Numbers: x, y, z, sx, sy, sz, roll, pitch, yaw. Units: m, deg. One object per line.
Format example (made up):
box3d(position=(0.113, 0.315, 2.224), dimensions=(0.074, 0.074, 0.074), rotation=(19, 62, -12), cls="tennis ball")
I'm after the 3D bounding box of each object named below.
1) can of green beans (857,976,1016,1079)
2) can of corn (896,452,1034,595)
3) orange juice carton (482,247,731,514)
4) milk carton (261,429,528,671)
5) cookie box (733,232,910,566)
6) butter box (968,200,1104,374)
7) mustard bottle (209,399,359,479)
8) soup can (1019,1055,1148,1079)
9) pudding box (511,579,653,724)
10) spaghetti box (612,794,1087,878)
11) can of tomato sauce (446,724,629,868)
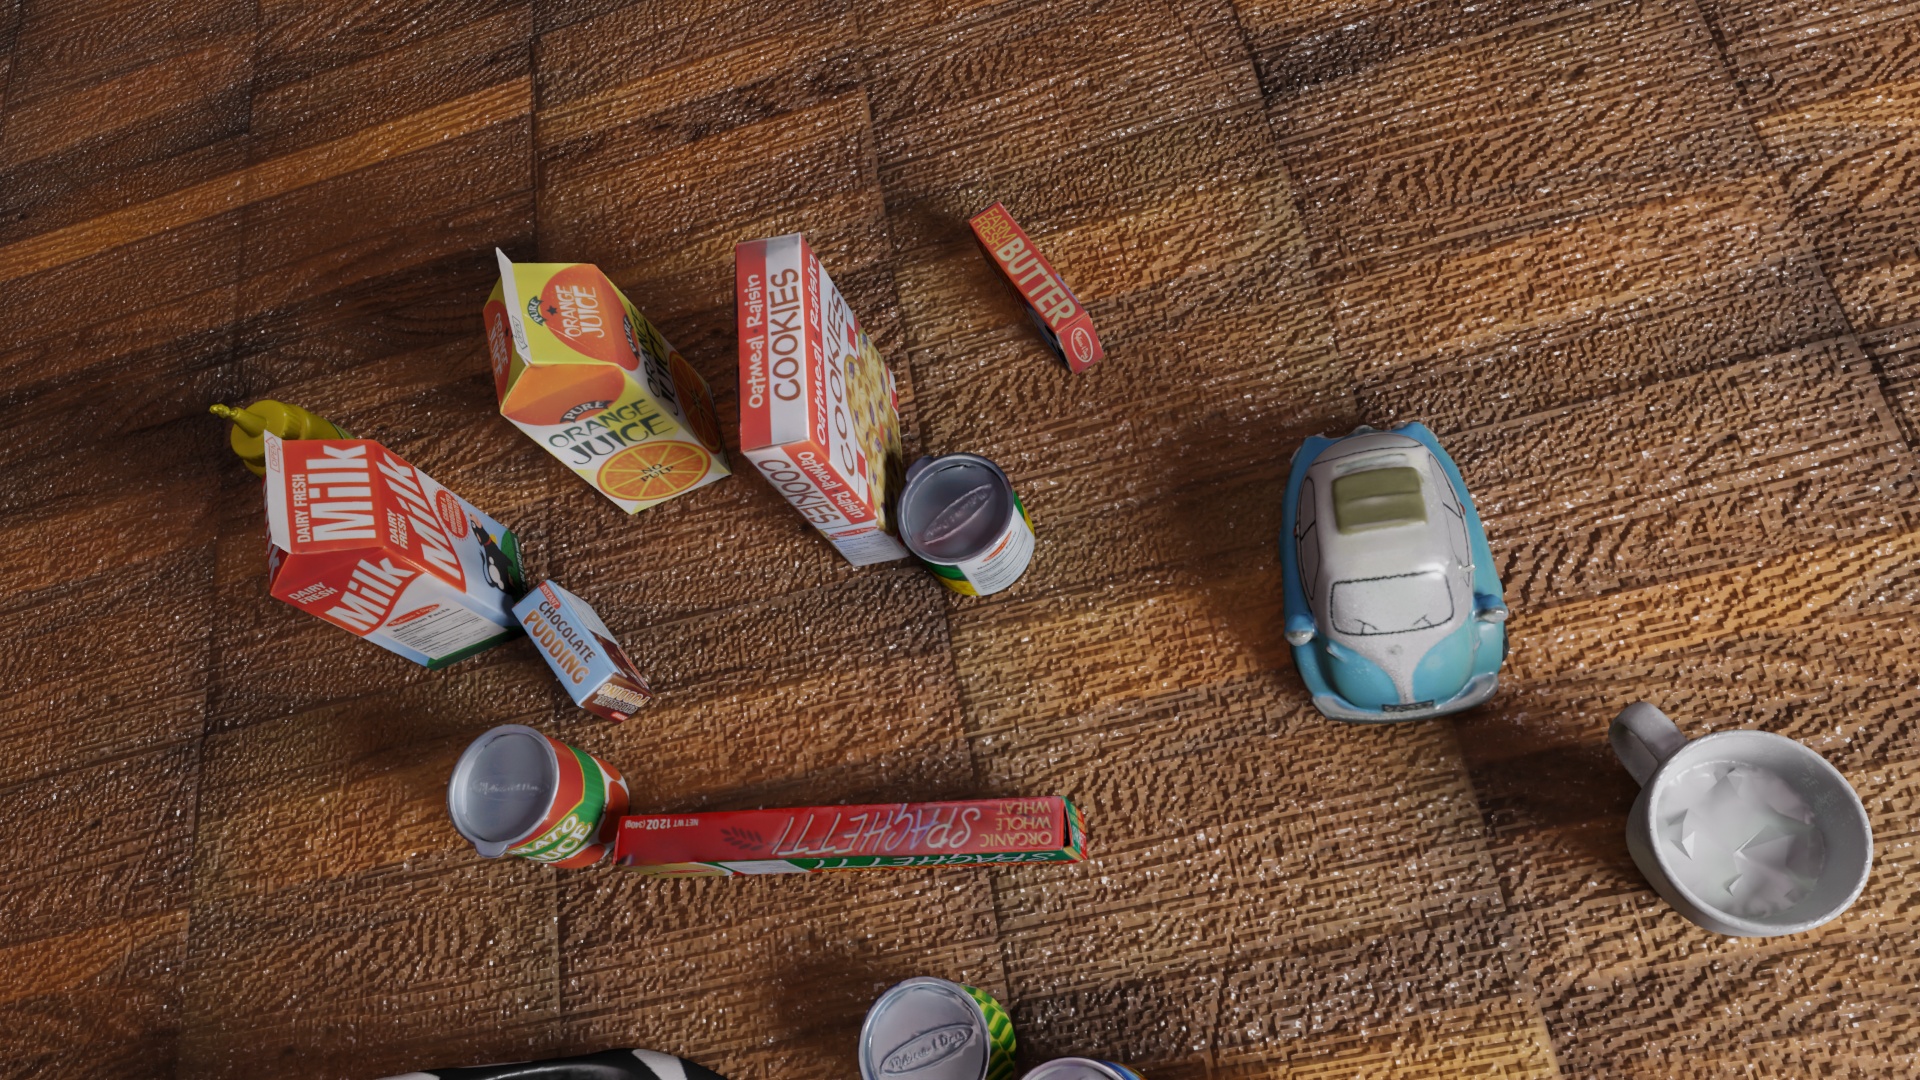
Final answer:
box3d(position=(-0.010, 0.250, 0.681), dimensions=(0.071, 0.057, 0.071), rotation=(-6, 68, 14), cls="can of green beans")
box3d(position=(0.003, -0.010, 0.782), dimensions=(0.071, 0.058, 0.071), rotation=(-6, 68, 14), cls="can of corn")
box3d(position=(-0.209, -0.091, 0.800), dimensions=(0.073, 0.192, 0.072), rotation=(-21, 65, 7), cls="orange juice carton")
box3d(position=(-0.331, 0.006, 0.797), dimensions=(0.073, 0.190, 0.072), rotation=(-22, 65, 7), cls="milk carton")
box3d(position=(-0.075, -0.072, 0.768), dimensions=(0.040, 0.167, 0.123), rotation=(-11, 67, 12), cls="cookie box")
box3d(position=(0.045, -0.151, 0.829), dimensions=(0.024, 0.053, 0.104), rotation=(-34, 64, 1), cls="butter box")
box3d(position=(-0.396, -0.047, 0.854), dimensions=(0.049, 0.160, 0.065), rotation=(-43, 64, -3), cls="mustard bottle")
box3d(position=(0.062, 0.273, 0.637), dimensions=(0.071, 0.083, 0.071), rotation=(-6, 68, 14), cls="soup can")
box3d(position=(-0.223, 0.065, 0.820), dimensions=(0.030, 0.049, 0.084), rotation=(-42, 64, -3), cls="pudding box")
box3d(position=(-0.059, 0.159, 0.736), dimensions=(0.250, 0.050, 0.029), rotation=(-5, 68, 14), cls="spaghetti box")
box3d(position=(-0.232, 0.146, 0.772), dimensions=(0.071, 0.083, 0.071), rotation=(-6, 68, 14), cls="can of tomato sauce")
